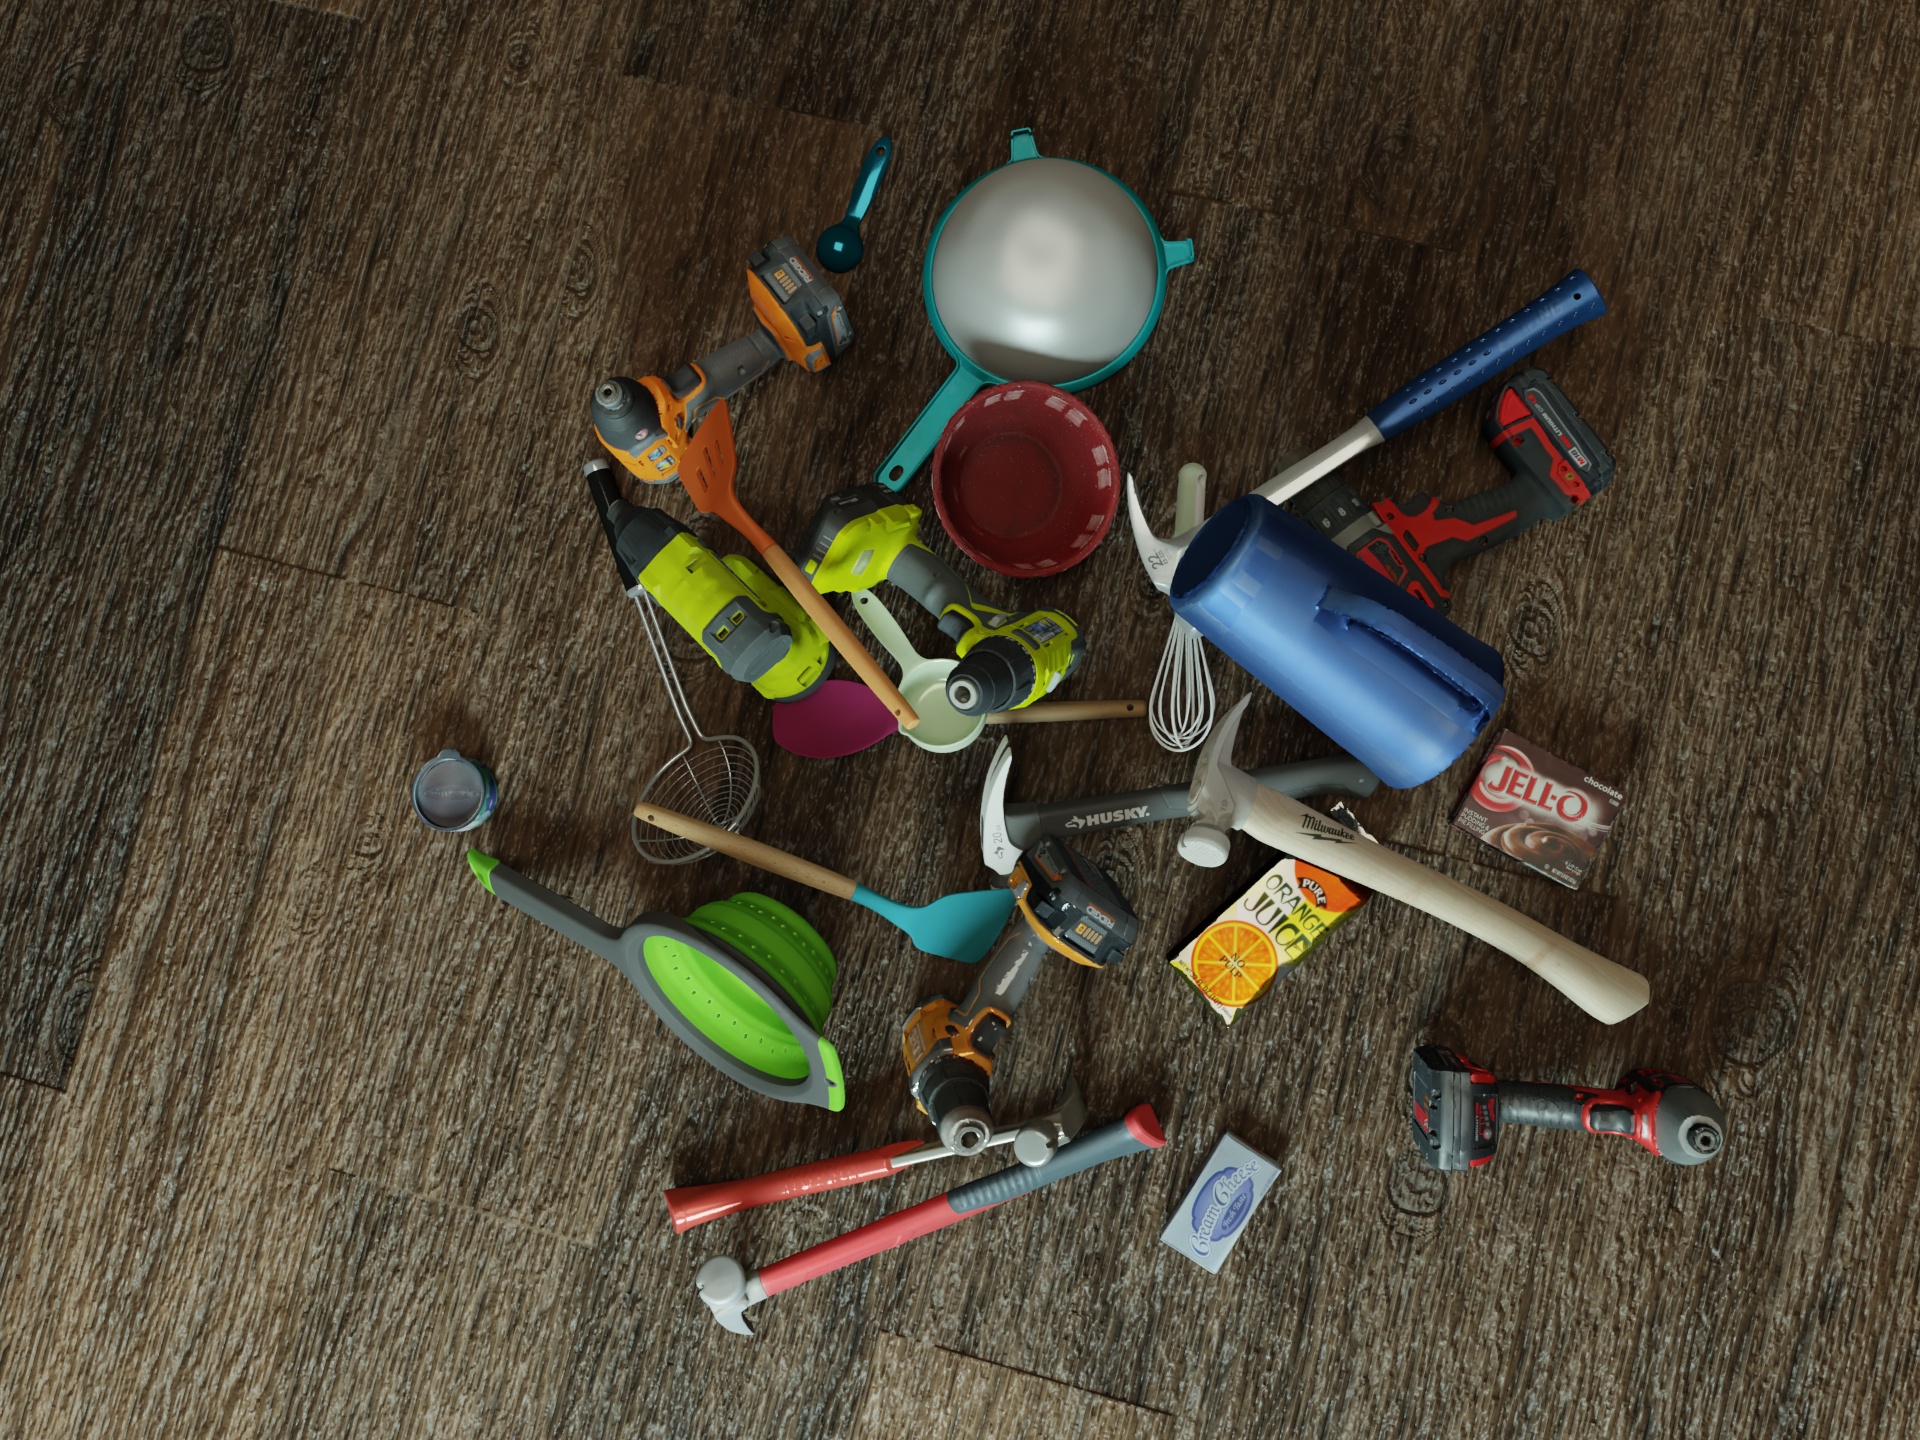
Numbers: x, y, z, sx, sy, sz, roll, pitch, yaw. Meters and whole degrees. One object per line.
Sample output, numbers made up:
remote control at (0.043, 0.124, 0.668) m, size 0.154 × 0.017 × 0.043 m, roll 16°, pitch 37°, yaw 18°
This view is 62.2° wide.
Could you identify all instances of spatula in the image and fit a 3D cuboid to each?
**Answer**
spatula at (-0.110, 0.123, 1.281) m, size 0.317 × 0.044 × 0.082 m, roll 22°, pitch 117°, yaw -9°
spatula at (-0.128, -0.117, 1.247) m, size 0.323 × 0.041 × 0.081 m, roll 50°, pitch 122°, yaw 17°

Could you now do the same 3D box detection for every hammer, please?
hammer at (-0.016, 0.404, 1.295) m, size 0.386 × 0.143 × 0.038 m, roll -20°, pitch 59°, yaw -7°
hammer at (0.367, 0.124, 1.255) m, size 0.410 × 0.038 × 0.146 m, roll 26°, pitch 59°, yaw -9°
hammer at (0.180, 0.060, 1.300) m, size 0.335 × 0.035 × 0.146 m, roll -9°, pitch 119°, yaw -1°
hammer at (0.319, -0.232, 1.270) m, size 0.405 × 0.035 × 0.144 m, roll -33°, pitch 76°, yaw 9°
hammer at (-0.075, 0.361, 1.299) m, size 0.359 × 0.149 × 0.037 m, roll -17°, pitch 88°, yaw 15°

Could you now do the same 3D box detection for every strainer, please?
strainer at (0.031, -0.335, 1.332) m, size 0.211 × 0.095 × 0.340 m, roll 37°, pitch 89°, yaw 6°

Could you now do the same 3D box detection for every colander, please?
colander at (-0.237, 0.176, 1.321) m, size 0.397 × 0.204 × 0.094 m, roll 25°, pitch 53°, yaw 22°

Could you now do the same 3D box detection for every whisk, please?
whisk at (0.189, -0.096, 1.328) m, size 0.059 × 0.057 × 0.246 m, roll -1°, pitch 81°, yaw 35°

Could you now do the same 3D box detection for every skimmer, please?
skimmer at (-0.265, -0.056, 1.340) m, size 0.127 × 0.090 × 0.363 m, roll -23°, pitch 83°, yaw 18°

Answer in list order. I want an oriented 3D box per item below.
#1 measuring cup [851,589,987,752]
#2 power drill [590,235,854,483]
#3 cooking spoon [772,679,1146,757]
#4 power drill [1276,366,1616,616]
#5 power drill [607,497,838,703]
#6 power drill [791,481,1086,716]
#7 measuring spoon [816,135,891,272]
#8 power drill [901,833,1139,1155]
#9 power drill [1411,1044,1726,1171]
measuring cup at (-0.040, -0.044, 1.337) m, size 0.083 × 0.038 × 0.168 m, roll -36°, pitch 72°, yaw -4°
power drill at (-0.204, -0.295, 1.317) m, size 0.226 × 0.164 × 0.084 m, roll -38°, pitch 82°, yaw 0°
cooking spoon at (-0.002, -0.004, 1.350) m, size 0.319 × 0.017 × 0.069 m, roll -2°, pitch 76°, yaw 5°
power drill at (0.391, -0.193, 1.303) m, size 0.226 × 0.080 × 0.188 m, roll -36°, pitch 83°, yaw 5°
power drill at (-0.187, -0.094, 1.266) m, size 0.171 × 0.223 × 0.080 m, roll 44°, pitch 91°, yaw 12°
power drill at (-0.022, -0.091, 1.278) m, size 0.228 × 0.190 × 0.080 m, roll 37°, pitch 117°, yaw 12°
measuring spoon at (-0.090, -0.454, 1.387) m, size 0.042 × 0.021 × 0.128 m, roll 23°, pitch 89°, yaw 6°
power drill at (0.040, 0.217, 1.232) m, size 0.084 × 0.185 × 0.226 m, roll 35°, pitch 98°, yaw -16°
power drill at (0.468, 0.303, 1.227) m, size 0.219 × 0.143 × 0.078 m, roll 1°, pitch 89°, yaw 7°
